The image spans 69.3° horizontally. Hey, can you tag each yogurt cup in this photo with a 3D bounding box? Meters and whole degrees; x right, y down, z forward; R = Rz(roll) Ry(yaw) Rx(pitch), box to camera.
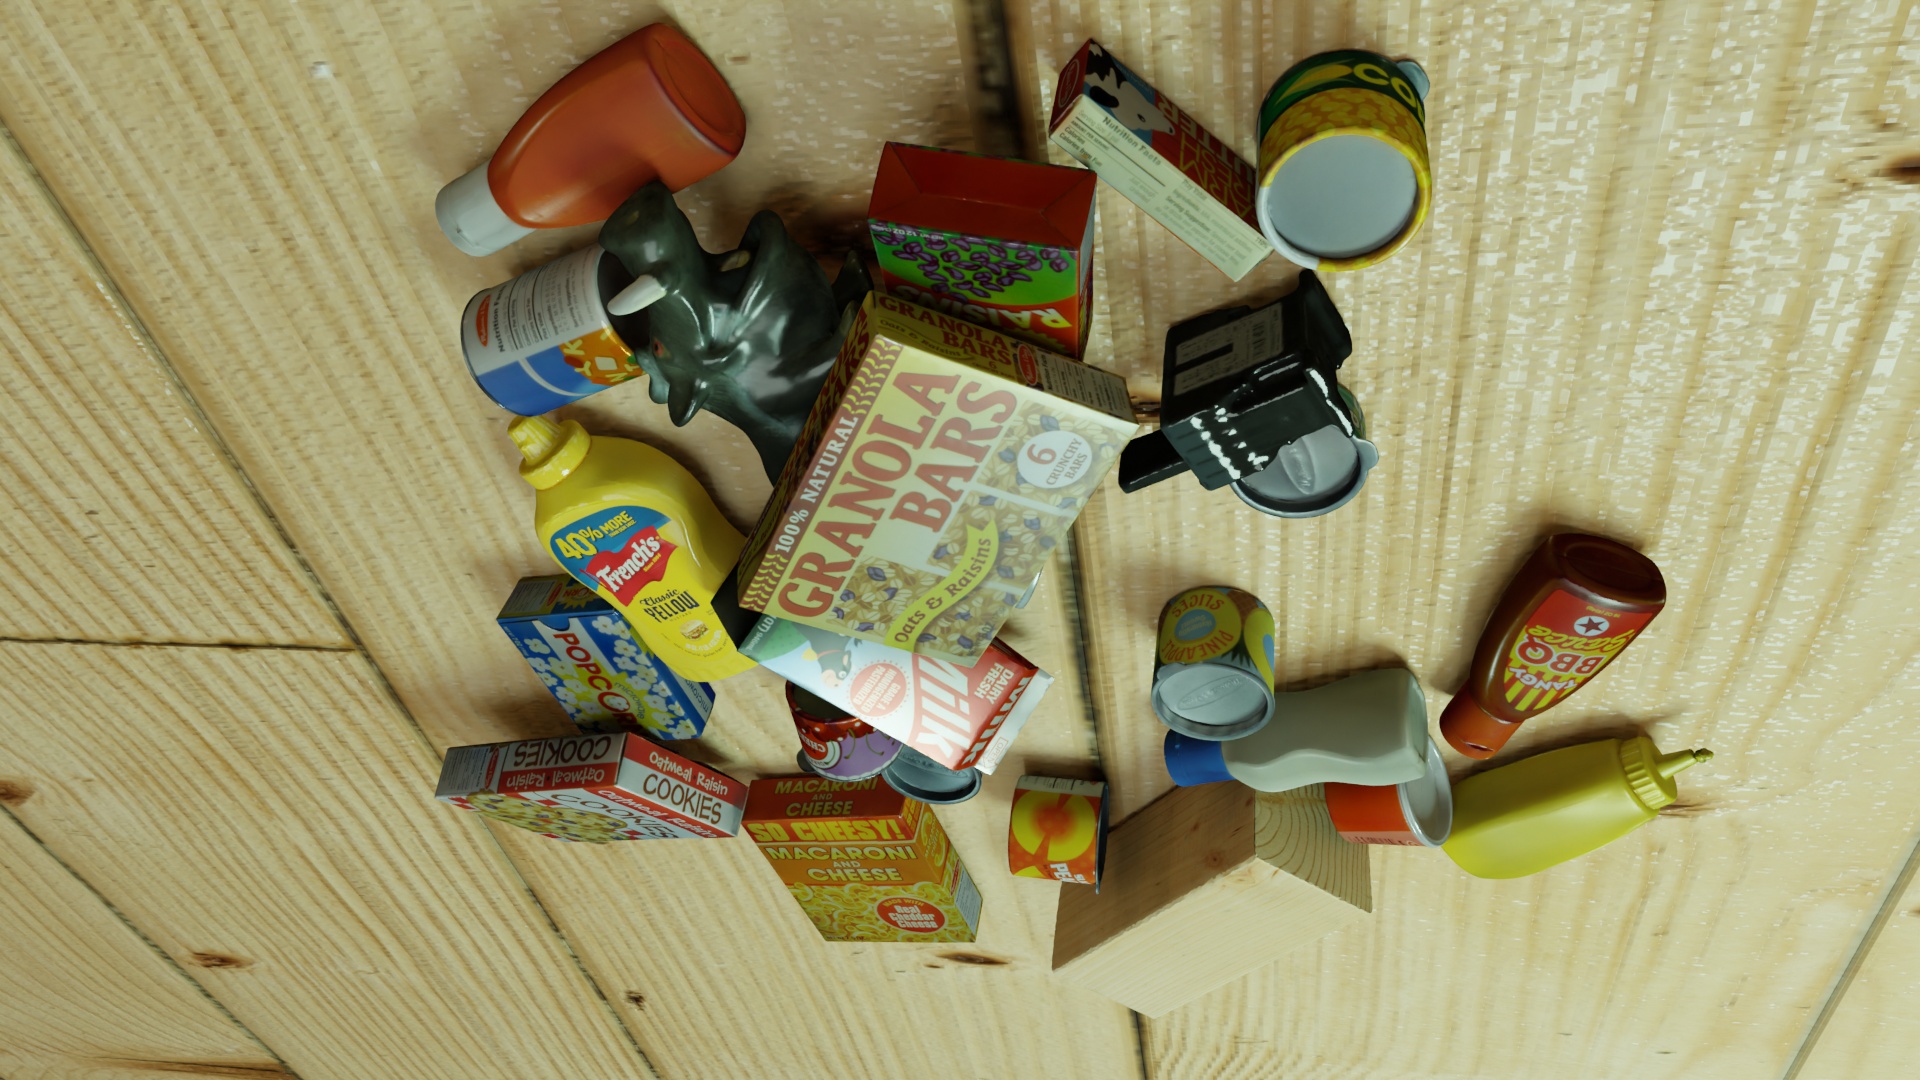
[{"bbox_3d":[0.251,0.149,0.820,0.054,0.073,0.072,-17,129,38],"label":"yogurt cup"}]

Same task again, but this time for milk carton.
[{"bbox_3d":[-0.035,0.062,0.767,0.190,0.073,0.072,32,93,-27],"label":"milk carton"}]

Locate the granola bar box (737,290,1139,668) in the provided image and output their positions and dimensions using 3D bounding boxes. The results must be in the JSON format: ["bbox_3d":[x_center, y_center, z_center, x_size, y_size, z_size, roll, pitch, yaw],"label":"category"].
[{"bbox_3d":[-0.015,-0.022,0.627,0.124,0.039,0.164,16,129,-20],"label":"granola bar box"}]

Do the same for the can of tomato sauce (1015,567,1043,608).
[{"bbox_3d":[0.003,-0.009,0.718,0.083,0.071,0.070,17,136,-4],"label":"can of tomato sauce"}]

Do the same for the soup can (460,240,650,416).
[{"bbox_3d":[-0.183,-0.102,0.668,0.083,0.072,0.071,-15,129,26],"label":"soup can"}]

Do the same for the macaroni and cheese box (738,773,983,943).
[{"bbox_3d":[-0.068,0.230,0.996,0.123,0.040,0.165,-6,134,19],"label":"macaroni and cheese box"}]

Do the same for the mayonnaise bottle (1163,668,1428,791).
[{"bbox_3d":[0.192,0.115,0.802,0.148,0.065,0.041,-15,134,32],"label":"mayonnaise bottle"}]

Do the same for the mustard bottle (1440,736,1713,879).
[{"bbox_3d":[0.357,0.149,0.804,0.065,0.049,0.159,38,130,-24],"label":"mustard bottle"}]

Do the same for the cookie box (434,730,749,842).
[{"bbox_3d":[-0.249,0.169,0.943,0.167,0.040,0.122,-9,151,30],"label":"cookie box"}]

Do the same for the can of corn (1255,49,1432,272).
[{"bbox_3d":[0.151,-0.149,0.542,0.071,0.058,0.070,7,136,7],"label":"can of corn"}]

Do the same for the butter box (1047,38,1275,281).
[{"bbox_3d":[0.083,-0.152,0.559,0.103,0.053,0.024,32,131,-20],"label":"butter box"}]

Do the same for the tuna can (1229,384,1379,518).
[{"bbox_3d":[0.163,-0.045,0.663,0.071,0.033,0.070,7,136,7],"label":"tuna can"}]

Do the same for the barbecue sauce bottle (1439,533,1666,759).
[{"bbox_3d":[0.302,0.060,0.730,0.065,0.044,0.147,15,137,-3],"label":"barbecue sauce bottle"}]

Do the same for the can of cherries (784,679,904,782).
[{"bbox_3d":[-0.072,0.105,0.847,0.071,0.072,0.058,2,135,11],"label":"can of cherries"}]

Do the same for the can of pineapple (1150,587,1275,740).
[{"bbox_3d":[0.139,0.067,0.765,0.071,0.058,0.070,7,136,7],"label":"can of pineapple"}]

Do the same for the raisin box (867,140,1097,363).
[{"bbox_3d":[0.012,-0.114,0.589,0.086,0.040,0.123,9,163,8],"label":"raisin box"}]

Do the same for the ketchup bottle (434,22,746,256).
[{"bbox_3d":[-0.169,-0.168,0.611,0.148,0.044,0.064,-18,136,29],"label":"ketchup bottle"}]

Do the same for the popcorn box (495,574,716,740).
[{"bbox_3d":[-0.220,0.076,0.877,0.085,0.038,0.126,-5,134,20],"label":"popcorn box"}]

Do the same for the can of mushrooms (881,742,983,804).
[{"bbox_3d":[-0.016,0.137,0.893,0.071,0.034,0.070,7,136,7],"label":"can of mushrooms"}]

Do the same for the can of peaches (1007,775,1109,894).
[{"bbox_3d":[0.064,0.190,0.900,0.058,0.071,0.071,4,136,11],"label":"can of peaches"}]
